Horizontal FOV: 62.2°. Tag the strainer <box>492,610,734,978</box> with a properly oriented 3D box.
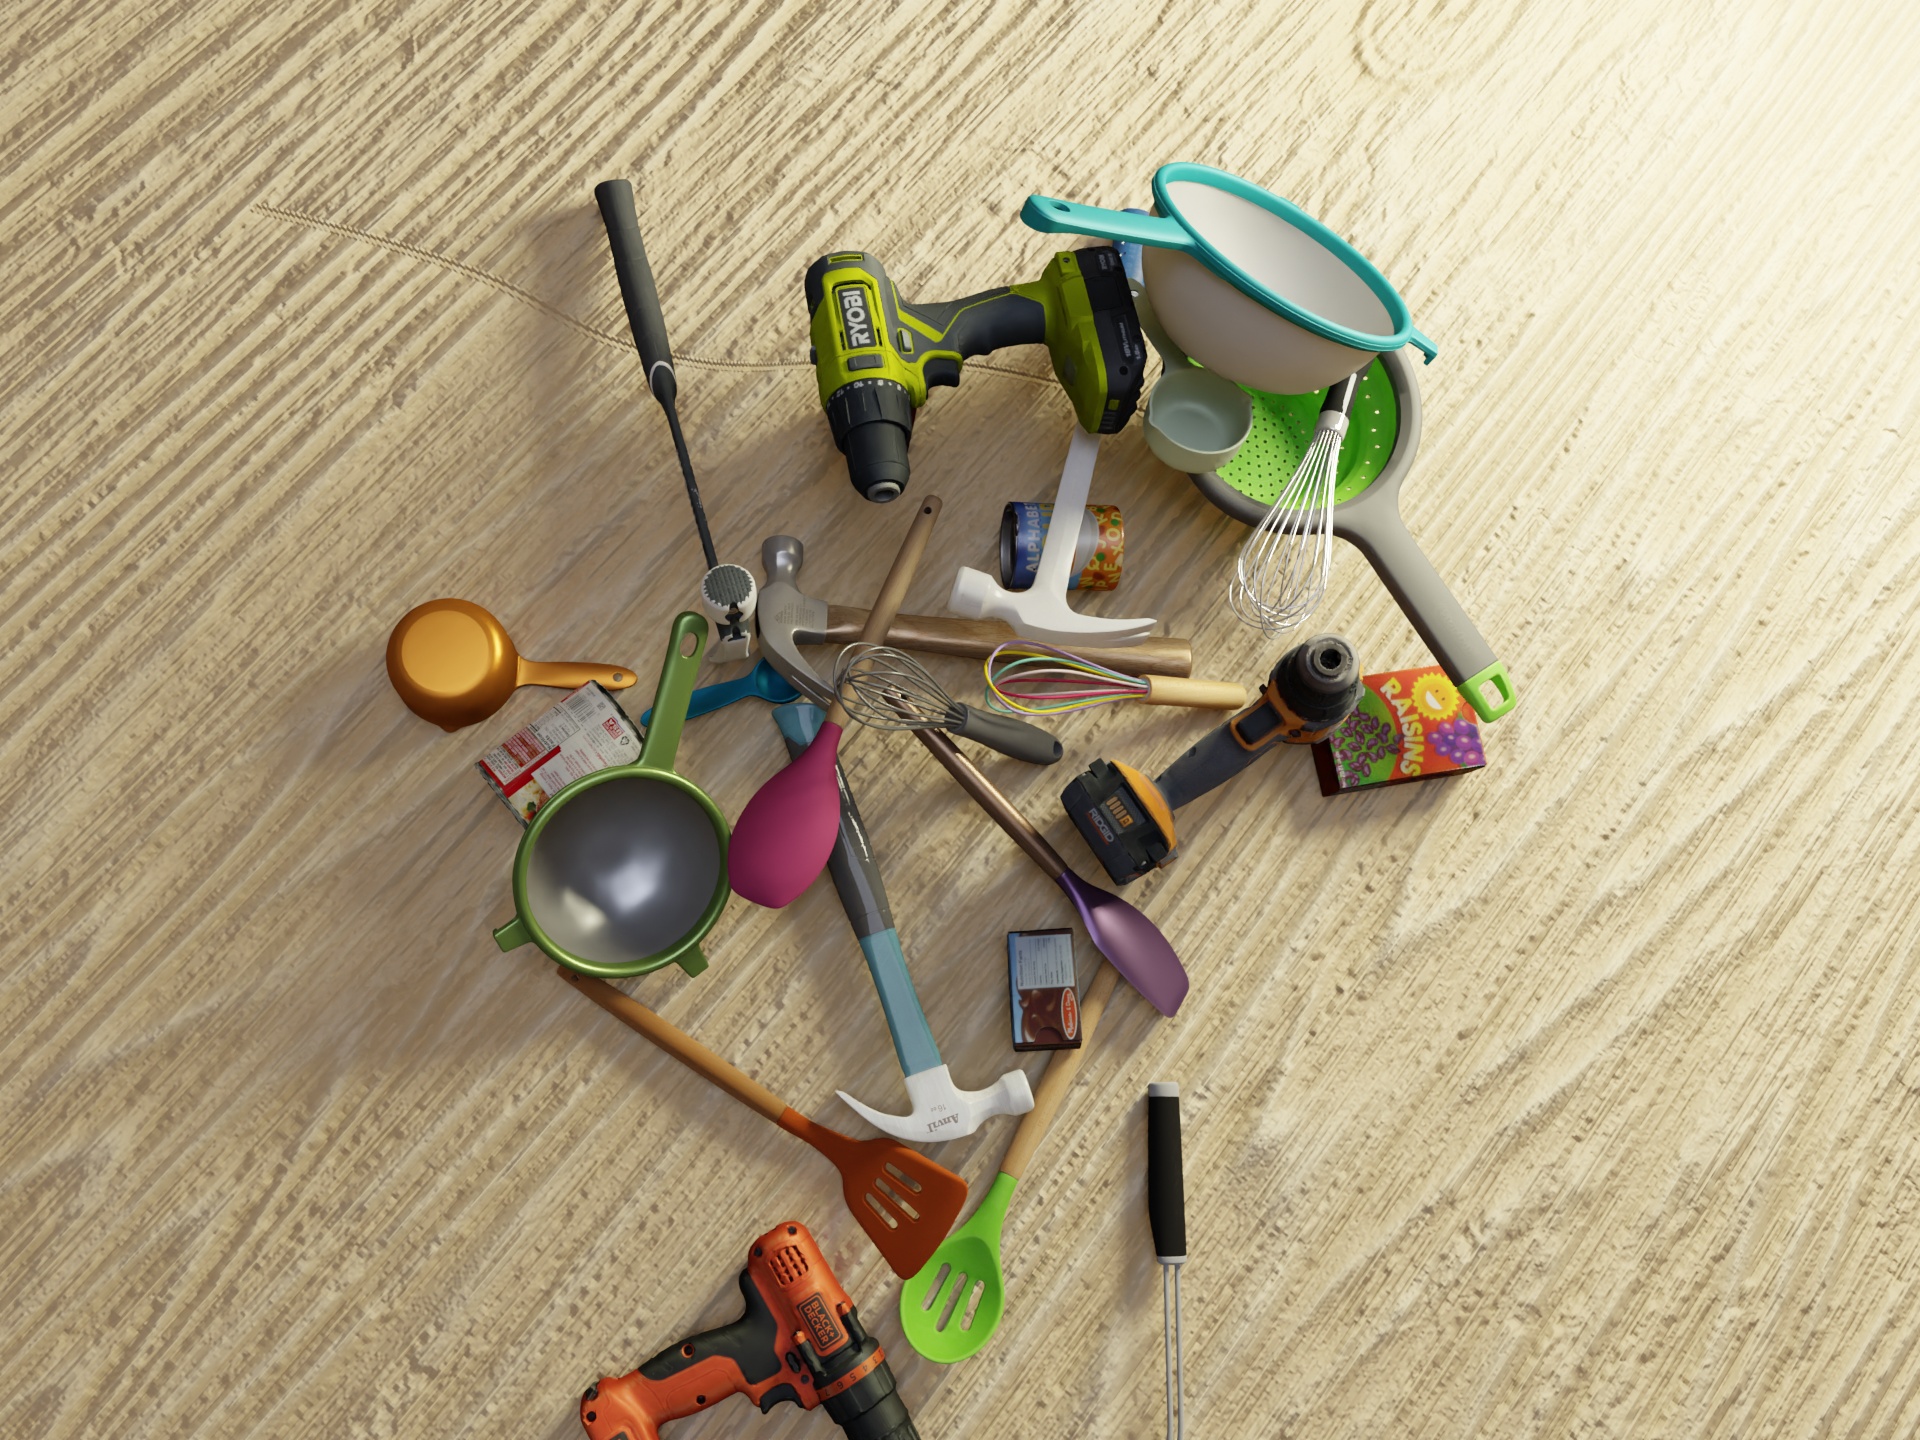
[{"bbox_3d":[-0.222,0.046,1.089,0.151,0.069,0.256,13,96,-28],"label":"strainer"}]

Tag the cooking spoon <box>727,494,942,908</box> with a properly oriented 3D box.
[{"bbox_3d":[-0.079,-0.019,1.112,0.069,0.017,0.319,21,75,7],"label":"cooking spoon"}]

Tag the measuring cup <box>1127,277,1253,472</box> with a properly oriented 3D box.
[{"bbox_3d":[0.152,-0.252,1.164,0.083,0.038,0.168,-16,66,-16],"label":"measuring cup"}]

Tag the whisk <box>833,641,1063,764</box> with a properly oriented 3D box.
[{"bbox_3d":[-0.002,-0.004,1.111,0.238,0.055,0.055,20,70,-47],"label":"whisk"}]

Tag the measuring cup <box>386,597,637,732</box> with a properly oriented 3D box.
[{"bbox_3d":[-0.320,-0.040,1.131,0.173,0.052,0.095,4,77,-5],"label":"measuring cup"}]

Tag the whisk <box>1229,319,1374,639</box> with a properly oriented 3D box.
[{"bbox_3d":[0.259,-0.186,1.150,0.070,0.070,0.285,22,70,-3],"label":"whisk"}]

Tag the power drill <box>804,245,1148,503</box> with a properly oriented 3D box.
[{"bbox_3d":[0.010,-0.250,1.130,0.228,0.080,0.191,-8,67,-8],"label":"power drill"}]

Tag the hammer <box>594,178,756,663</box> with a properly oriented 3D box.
[{"bbox_3d":[-0.212,-0.229,1.169,0.036,0.149,0.409,-13,70,-11],"label":"hammer"}]

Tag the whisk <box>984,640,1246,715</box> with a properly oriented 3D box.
[{"bbox_3d":[0.116,-0.020,1.152,0.244,0.047,0.051,3,115,-35],"label":"whisk"}]

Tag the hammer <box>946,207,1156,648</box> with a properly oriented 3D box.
[{"bbox_3d":[0.105,-0.229,1.196,0.144,0.035,0.406,17,61,-4],"label":"hammer"}]

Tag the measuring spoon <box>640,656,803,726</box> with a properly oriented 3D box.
[{"bbox_3d":[-0.172,-0.016,1.170,0.128,0.021,0.042,-18,65,-3],"label":"measuring spoon"}]

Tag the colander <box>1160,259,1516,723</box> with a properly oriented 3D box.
[{"bbox_3d":[0.288,-0.162,1.224,0.204,0.094,0.397,-31,82,-13],"label":"colander"}]

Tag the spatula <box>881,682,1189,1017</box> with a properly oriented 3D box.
[{"bbox_3d":[0.056,0.090,1.145,0.316,0.018,0.060,46,44,-7],"label":"spatula"}]

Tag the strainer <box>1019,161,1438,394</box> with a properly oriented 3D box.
[{"bbox_3d":[0.157,-0.293,1.088,0.340,0.095,0.211,-4,50,-39],"label":"strainer"}]

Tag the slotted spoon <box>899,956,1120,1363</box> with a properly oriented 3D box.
[{"bbox_3d":[0.048,0.298,1.121,0.070,0.031,0.314,26,73,9],"label":"slotted spoon"}]

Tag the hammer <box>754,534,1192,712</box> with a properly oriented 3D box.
[{"bbox_3d":[0.013,-0.058,1.184,0.331,0.031,0.130,6,63,-11],"label":"hammer"}]

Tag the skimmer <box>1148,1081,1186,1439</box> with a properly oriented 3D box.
[{"bbox_3d":[0.168,0.430,1.076,0.127,0.090,0.363,12,70,-39],"label":"skimmer"}]

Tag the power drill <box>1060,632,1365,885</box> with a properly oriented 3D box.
[{"bbox_3d":[0.182,0.020,1.108,0.226,0.185,0.084,-34,79,0],"label":"power drill"}]

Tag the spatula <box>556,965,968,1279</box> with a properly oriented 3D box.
[{"bbox_3d":[-0.145,0.260,1.094,0.322,0.041,0.081,33,94,2],"label":"spatula"}]

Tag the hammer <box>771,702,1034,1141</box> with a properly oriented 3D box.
[{"bbox_3d":[-0.063,0.139,1.134,0.128,0.033,0.331,-19,79,-5],"label":"hammer"}]
